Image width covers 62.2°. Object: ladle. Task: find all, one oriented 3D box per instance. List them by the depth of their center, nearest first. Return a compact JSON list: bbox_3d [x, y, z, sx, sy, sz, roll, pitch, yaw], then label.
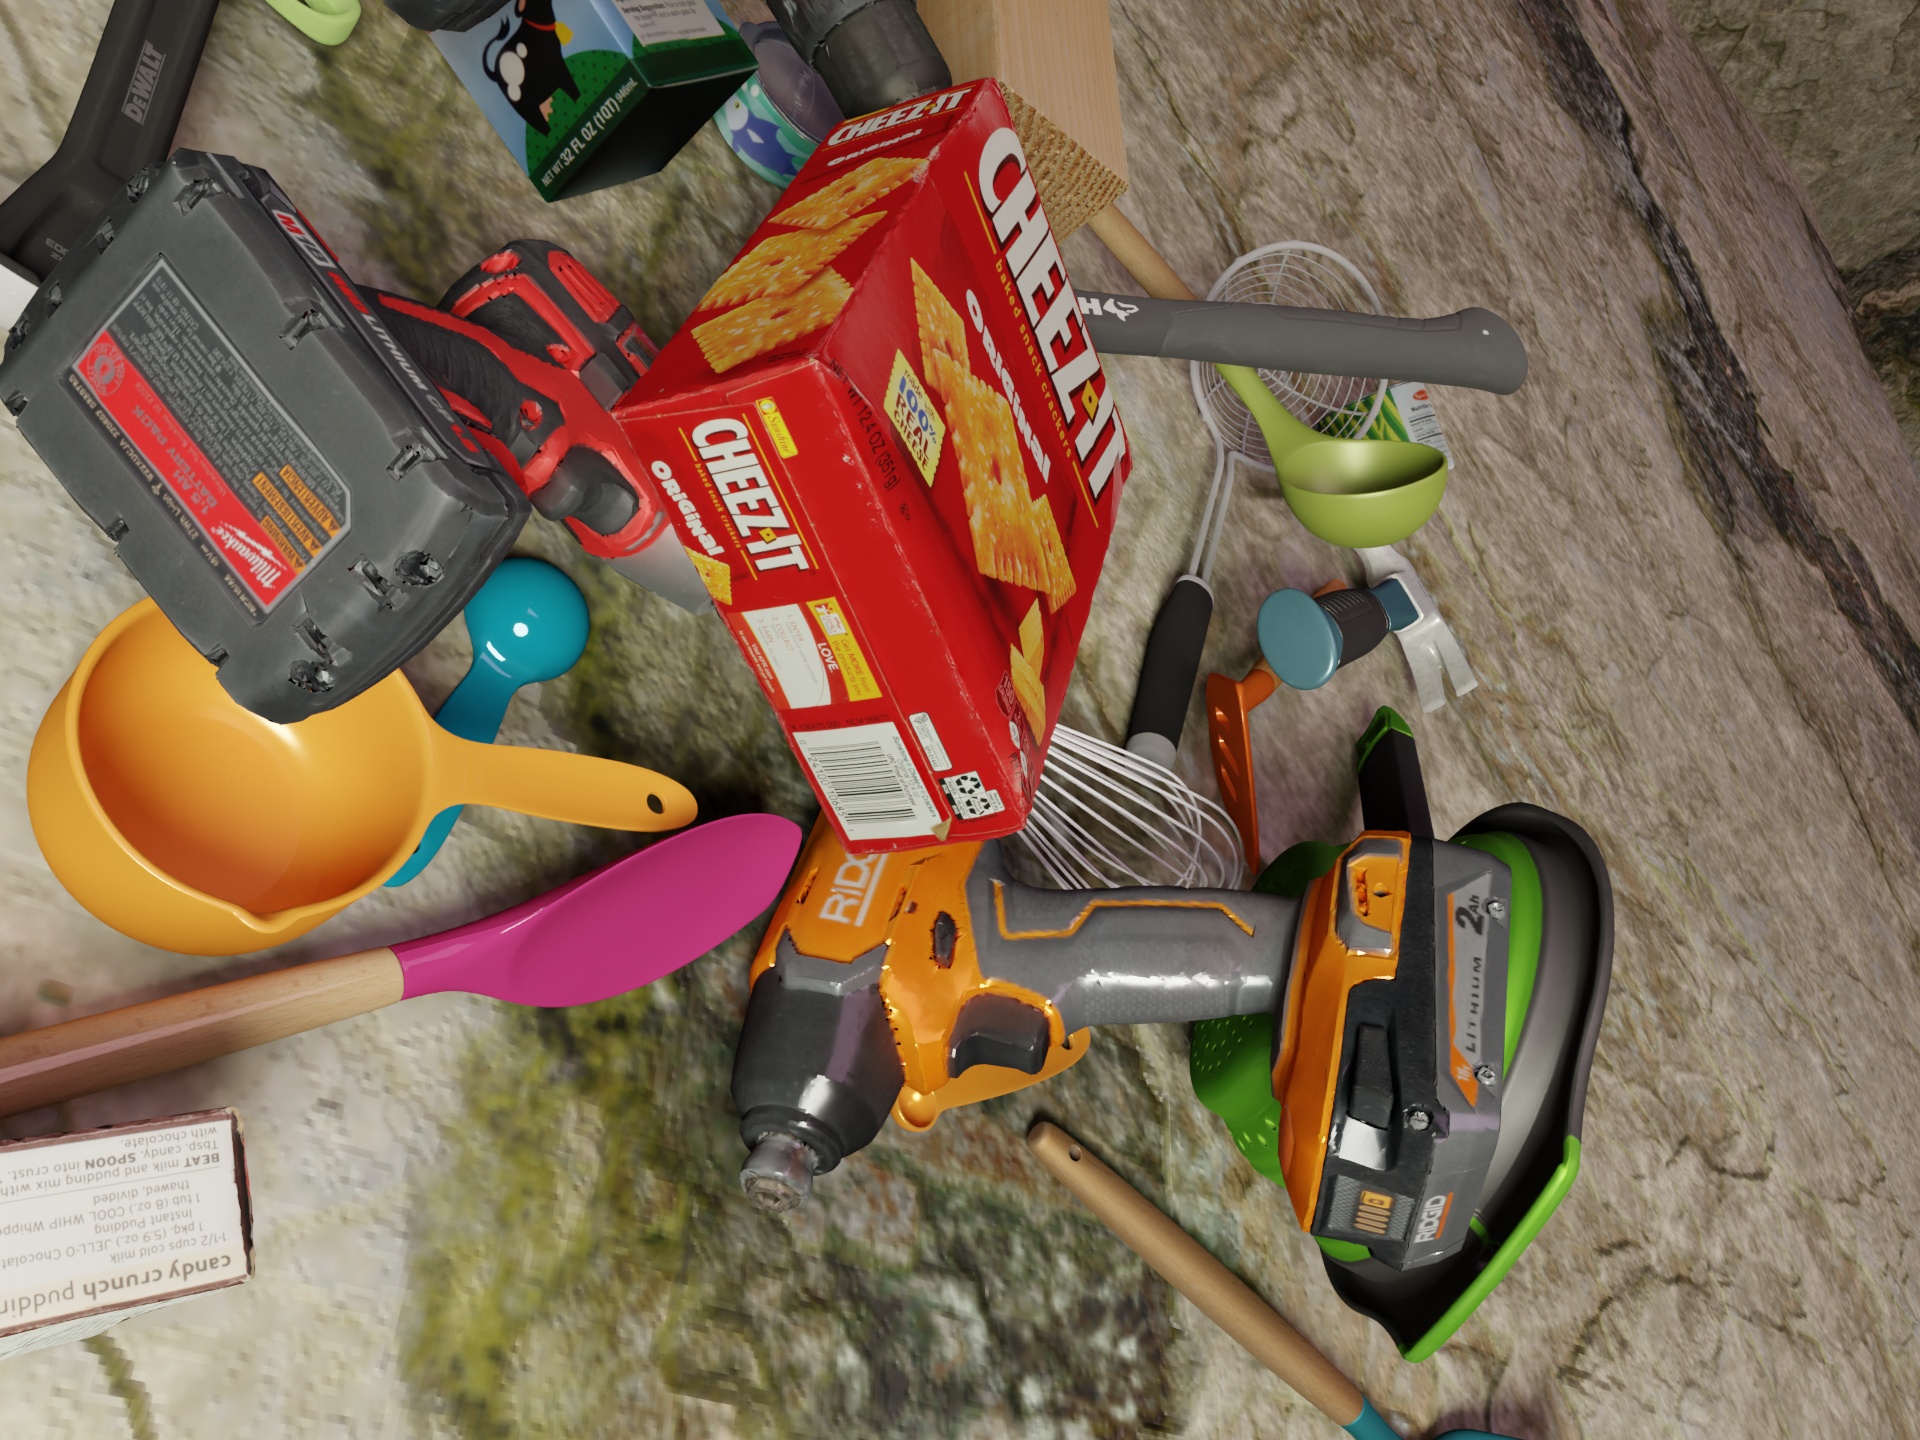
[{"bbox_3d":[0.122,-0.208,0.794,0.078,0.062,0.320,-25,68,-28],"label":"ladle"}]

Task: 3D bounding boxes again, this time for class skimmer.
[{"bbox_3d":[0.149,-0.114,0.802,0.127,0.090,0.364,42,43,-20],"label":"skimmer"}]

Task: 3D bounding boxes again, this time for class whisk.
[{"bbox_3d":[-0.002,-0.001,0.606,0.284,0.070,0.070,37,44,-19],"label":"whisk"}]

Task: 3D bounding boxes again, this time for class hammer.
[{"bbox_3d":[-0.230,-0.259,0.472,0.127,0.034,0.337,34,53,-49],"label":"hammer"},{"bbox_3d":[0.104,-0.171,0.713,0.334,0.035,0.146,1,58,-16],"label":"hammer"},{"bbox_3d":[0.201,-0.053,0.800,0.128,0.033,0.331,60,24,5],"label":"hammer"}]

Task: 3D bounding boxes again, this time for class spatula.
[{"bbox_3d":[0.143,0.248,0.612,0.317,0.044,0.082,44,45,-18],"label":"spatula"},{"bbox_3d":[0.159,-0.024,0.767,0.322,0.041,0.081,-39,124,-59],"label":"spatula"}]

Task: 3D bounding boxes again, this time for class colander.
[{"bbox_3d":[0.163,0.077,0.684,0.094,0.204,0.397,24,28,-2],"label":"colander"}]

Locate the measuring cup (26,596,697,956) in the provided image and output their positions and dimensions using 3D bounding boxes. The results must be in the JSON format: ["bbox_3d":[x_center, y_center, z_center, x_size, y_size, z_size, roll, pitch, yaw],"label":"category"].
[{"bbox_3d":[-0.154,0.021,0.428,0.173,0.052,0.095,13,58,-45],"label":"measuring cup"}]

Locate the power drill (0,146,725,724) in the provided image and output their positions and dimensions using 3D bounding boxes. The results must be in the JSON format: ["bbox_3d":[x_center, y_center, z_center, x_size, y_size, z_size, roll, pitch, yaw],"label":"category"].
[{"bbox_3d":[-0.130,-0.074,0.445,0.143,0.078,0.219,51,18,1],"label":"power drill"}]

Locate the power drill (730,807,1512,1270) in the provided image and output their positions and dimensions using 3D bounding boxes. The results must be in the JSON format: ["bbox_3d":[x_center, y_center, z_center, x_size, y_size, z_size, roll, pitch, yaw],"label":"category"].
[{"bbox_3d":[0.044,0.093,0.490,0.084,0.226,0.164,85,19,-44],"label":"power drill"}]

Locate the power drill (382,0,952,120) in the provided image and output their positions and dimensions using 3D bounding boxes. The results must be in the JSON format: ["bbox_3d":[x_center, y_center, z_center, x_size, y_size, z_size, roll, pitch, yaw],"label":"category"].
[{"bbox_3d":[-0.098,-0.275,0.537,0.226,0.080,0.188,-29,90,-55],"label":"power drill"}]

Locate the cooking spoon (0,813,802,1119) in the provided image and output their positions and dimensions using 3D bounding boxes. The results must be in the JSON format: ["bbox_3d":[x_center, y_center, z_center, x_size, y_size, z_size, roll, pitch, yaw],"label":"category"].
[{"bbox_3d":[-0.166,0.069,0.394,0.318,0.068,0.017,-12,48,-45],"label":"cooking spoon"}]

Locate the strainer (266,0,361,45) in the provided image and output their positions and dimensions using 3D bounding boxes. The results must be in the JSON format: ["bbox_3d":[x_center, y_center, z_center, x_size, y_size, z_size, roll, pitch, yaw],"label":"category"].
[{"bbox_3d":[-0.286,-0.317,0.478,0.256,0.069,0.152,38,44,-23],"label":"strainer"}]

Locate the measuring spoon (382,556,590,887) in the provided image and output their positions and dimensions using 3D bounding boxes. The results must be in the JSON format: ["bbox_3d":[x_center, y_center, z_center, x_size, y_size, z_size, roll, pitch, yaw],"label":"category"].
[{"bbox_3d":[-0.142,-0.004,0.477,0.042,0.021,0.129,38,43,-24],"label":"measuring spoon"}]

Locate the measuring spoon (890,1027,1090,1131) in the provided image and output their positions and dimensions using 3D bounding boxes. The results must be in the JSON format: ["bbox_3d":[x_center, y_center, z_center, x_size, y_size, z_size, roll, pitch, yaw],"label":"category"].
[{"bbox_3d":[0.012,0.126,0.576,0.117,0.011,0.021,-7,73,-52],"label":"measuring spoon"}]
